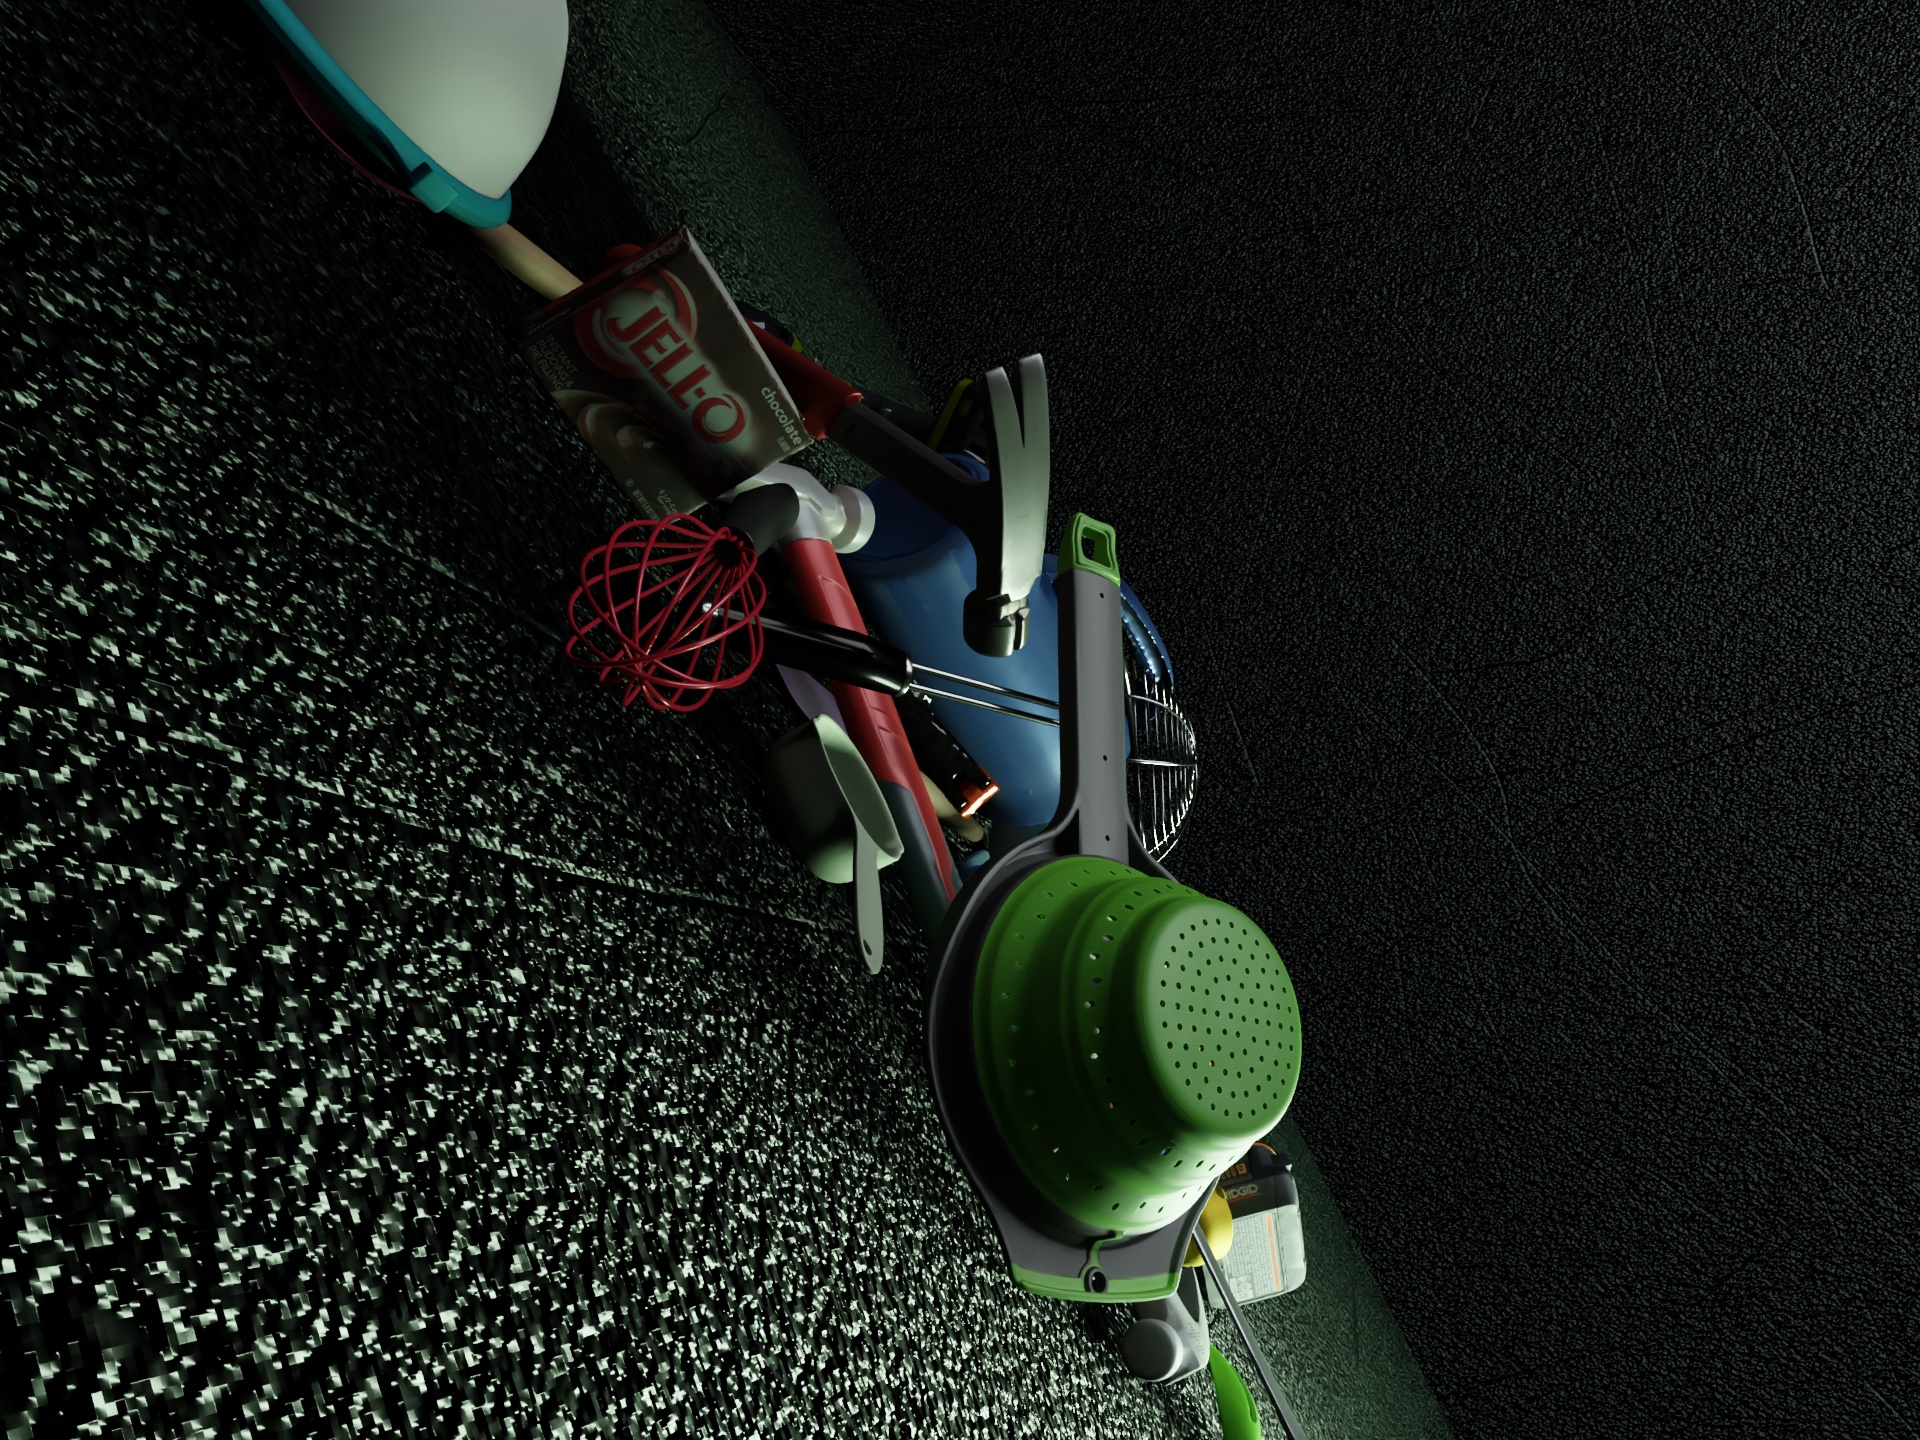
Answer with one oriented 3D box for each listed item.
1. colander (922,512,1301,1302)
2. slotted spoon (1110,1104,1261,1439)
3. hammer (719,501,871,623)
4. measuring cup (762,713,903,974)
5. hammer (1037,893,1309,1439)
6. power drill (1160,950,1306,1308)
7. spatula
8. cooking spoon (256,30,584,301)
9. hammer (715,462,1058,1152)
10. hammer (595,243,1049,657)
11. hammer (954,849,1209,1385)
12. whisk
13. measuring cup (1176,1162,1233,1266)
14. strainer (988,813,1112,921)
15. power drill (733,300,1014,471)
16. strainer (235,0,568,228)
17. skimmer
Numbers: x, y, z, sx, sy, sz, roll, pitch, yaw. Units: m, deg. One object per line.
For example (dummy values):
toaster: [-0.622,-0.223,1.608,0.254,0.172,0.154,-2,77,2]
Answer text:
colander: [0.090,0.067,0.762,0.204,0.094,0.397,17,63,-36]
slotted spoon: [0.118,0.315,0.984,0.070,0.031,0.314,73,-5,-48]
hammer: [-0.070,-0.078,1.106,0.149,0.036,0.408,66,9,20]
measuring cup: [-0.057,0.061,0.693,0.083,0.038,0.168,58,11,-29]
hammer: [0.119,0.259,0.898,0.406,0.035,0.144,64,10,20]
power drill: [0.171,0.277,1.134,0.227,0.084,0.164,-106,-179,-52]
spatula: [-0.041,0.029,0.970,0.060,0.018,0.315,61,8,26]
cooking spoon: [-0.213,-0.220,0.716,0.069,0.017,0.319,57,7,9]
hammer: [-0.039,0.041,0.814,0.143,0.038,0.386,2,62,-57]
hammer: [-0.083,-0.176,0.802,0.359,0.036,0.149,39,-36,37]
hammer: [0.062,0.218,0.928,0.331,0.033,0.128,66,9,28]
whisk: [-0.102,-0.067,0.667,0.073,0.073,0.296,60,12,-14]
measuring cup: [0.119,0.282,1.033,0.029,0.062,0.157,-9,51,-37]
strainer: [0.051,0.077,1.212,0.257,0.069,0.151,-107,172,-59]
power drill: [-0.067,-0.214,1.090,0.223,0.080,0.171,24,-3,14]
strainer: [-0.223,-0.332,0.689,0.211,0.095,0.341,53,10,-18]
skimmer: [-0.001,-0.003,0.839,0.363,0.090,0.127,15,66,-37]
